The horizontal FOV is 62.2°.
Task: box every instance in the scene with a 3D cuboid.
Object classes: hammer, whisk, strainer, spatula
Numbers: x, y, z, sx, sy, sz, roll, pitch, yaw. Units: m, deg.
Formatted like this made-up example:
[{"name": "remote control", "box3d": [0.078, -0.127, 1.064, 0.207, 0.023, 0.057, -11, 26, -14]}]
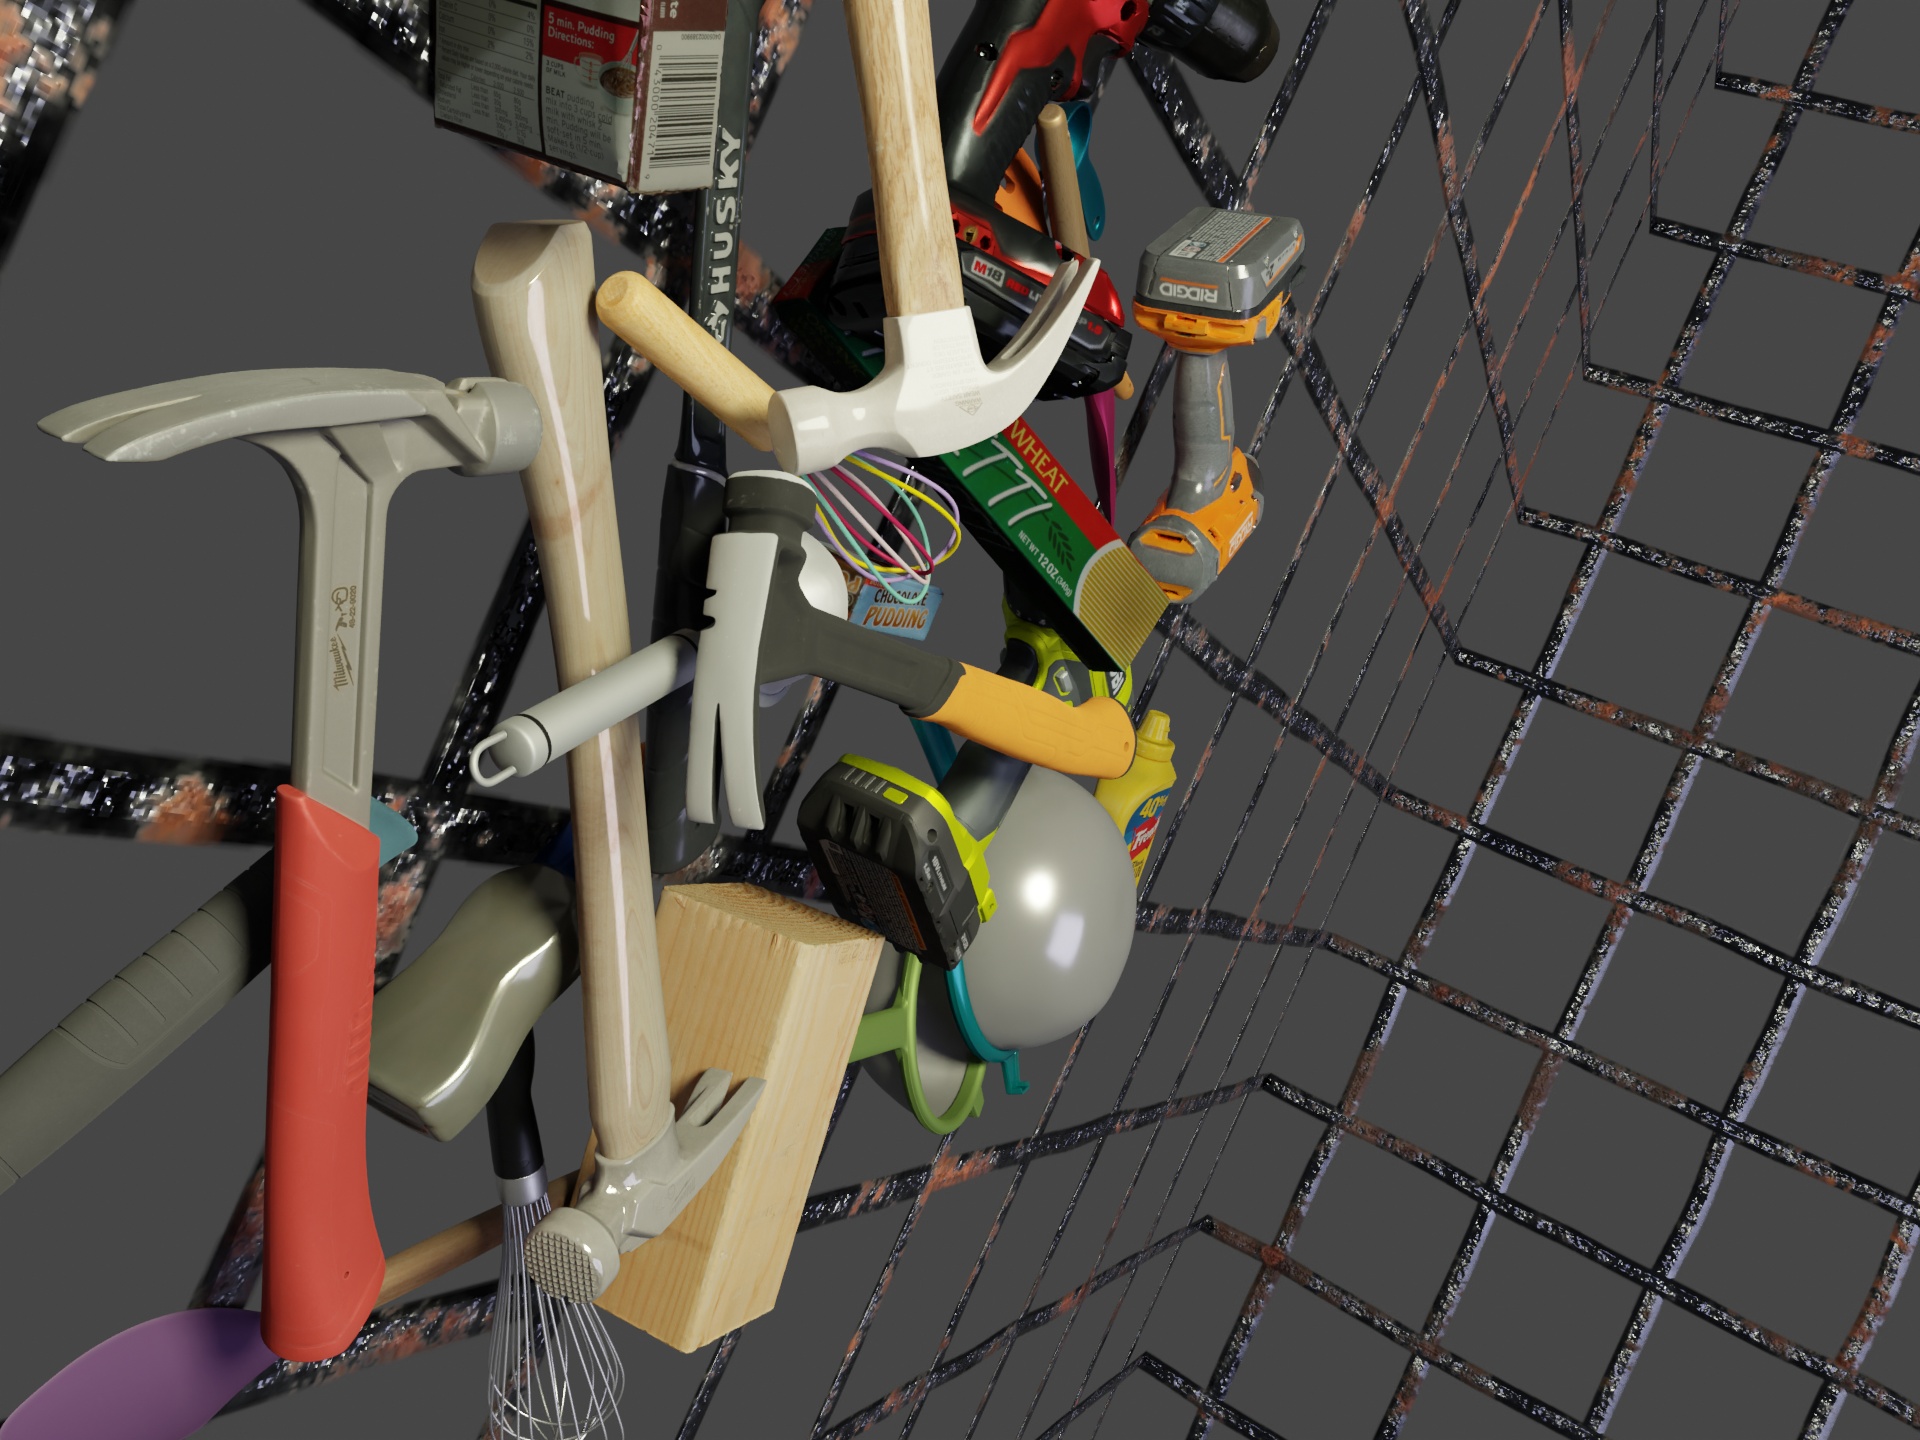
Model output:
[{"name": "hammer", "box3d": [-0.001, -0.002, 0.698, 0.336, 0.034, 0.127, 17, 78, -59]}, {"name": "whisk", "box3d": [-0.067, -0.105, 0.638, 0.244, 0.047, 0.051, 34, 69, -59]}, {"name": "strainer", "box3d": [-0.098, -0.025, 0.601, 0.258, 0.050, 0.086, -40, 131, -59]}, {"name": "spatula", "box3d": [0.047, -0.235, 0.869, 0.081, 0.041, 0.322, -65, 160, 1]}, {"name": "hammer", "box3d": [-0.299, 0.132, 0.487, 0.331, 0.033, 0.128, -48, 150, -34]}, {"name": "hammer", "box3d": [-0.025, -0.258, 0.550, 0.130, 0.031, 0.331, -15, 109, -21]}, {"name": "strainer", "box3d": [0.048, 0.080, 1.009, 0.340, 0.095, 0.211, 68, 28, -46]}, {"name": "whisk", "box3d": [-0.196, 0.236, 0.728, 0.070, 0.070, 0.284, -31, 126, -52]}, {"name": "hammer", "box3d": [-0.134, 0.019, 0.621, 0.146, 0.038, 0.410, -43, 137, -60]}, {"name": "hammer", "box3d": [-0.105, -0.115, 0.636, 0.149, 0.036, 0.408, -29, 136, -51]}, {"name": "spatula", "box3d": [-0.261, 0.247, 0.690, 0.316, 0.018, 0.060, -9, 108, -62]}, {"name": "strainer", "box3d": [-0.053, 0.182, 0.969, 0.256, 0.069, 0.151, 9, 81, -68]}, {"name": "hammer", "box3d": [-0.215, 0.066, 0.518, 0.149, 0.037, 0.359, -23, 130, -56]}]

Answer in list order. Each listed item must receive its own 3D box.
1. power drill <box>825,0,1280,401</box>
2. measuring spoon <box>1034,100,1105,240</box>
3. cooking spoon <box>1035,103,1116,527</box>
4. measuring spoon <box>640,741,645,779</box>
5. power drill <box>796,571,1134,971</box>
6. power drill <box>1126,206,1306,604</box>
[{"name": "power drill", "box3d": [0.048, -0.254, 0.682, 0.187, 0.080, 0.227, 16, 86, -37]}, {"name": "measuring spoon", "box3d": [0.059, -0.291, 0.855, 0.042, 0.021, 0.128, -65, 165, -2]}, {"name": "cooking spoon", "box3d": [0.068, -0.206, 0.862, 0.318, 0.017, 0.069, 69, 23, -62]}, {"name": "measuring spoon", "box3d": [-0.168, 0.058, 0.710, 0.117, 0.011, 0.021, -56, 154, -22]}, {"name": "power drill", "box3d": [0.014, -0.002, 0.837, 0.228, 0.080, 0.190, -54, 151, -26]}, {"name": "power drill", "box3d": [0.167, -0.208, 1.035, 0.164, 0.084, 0.226, -48, 146, -47]}]
